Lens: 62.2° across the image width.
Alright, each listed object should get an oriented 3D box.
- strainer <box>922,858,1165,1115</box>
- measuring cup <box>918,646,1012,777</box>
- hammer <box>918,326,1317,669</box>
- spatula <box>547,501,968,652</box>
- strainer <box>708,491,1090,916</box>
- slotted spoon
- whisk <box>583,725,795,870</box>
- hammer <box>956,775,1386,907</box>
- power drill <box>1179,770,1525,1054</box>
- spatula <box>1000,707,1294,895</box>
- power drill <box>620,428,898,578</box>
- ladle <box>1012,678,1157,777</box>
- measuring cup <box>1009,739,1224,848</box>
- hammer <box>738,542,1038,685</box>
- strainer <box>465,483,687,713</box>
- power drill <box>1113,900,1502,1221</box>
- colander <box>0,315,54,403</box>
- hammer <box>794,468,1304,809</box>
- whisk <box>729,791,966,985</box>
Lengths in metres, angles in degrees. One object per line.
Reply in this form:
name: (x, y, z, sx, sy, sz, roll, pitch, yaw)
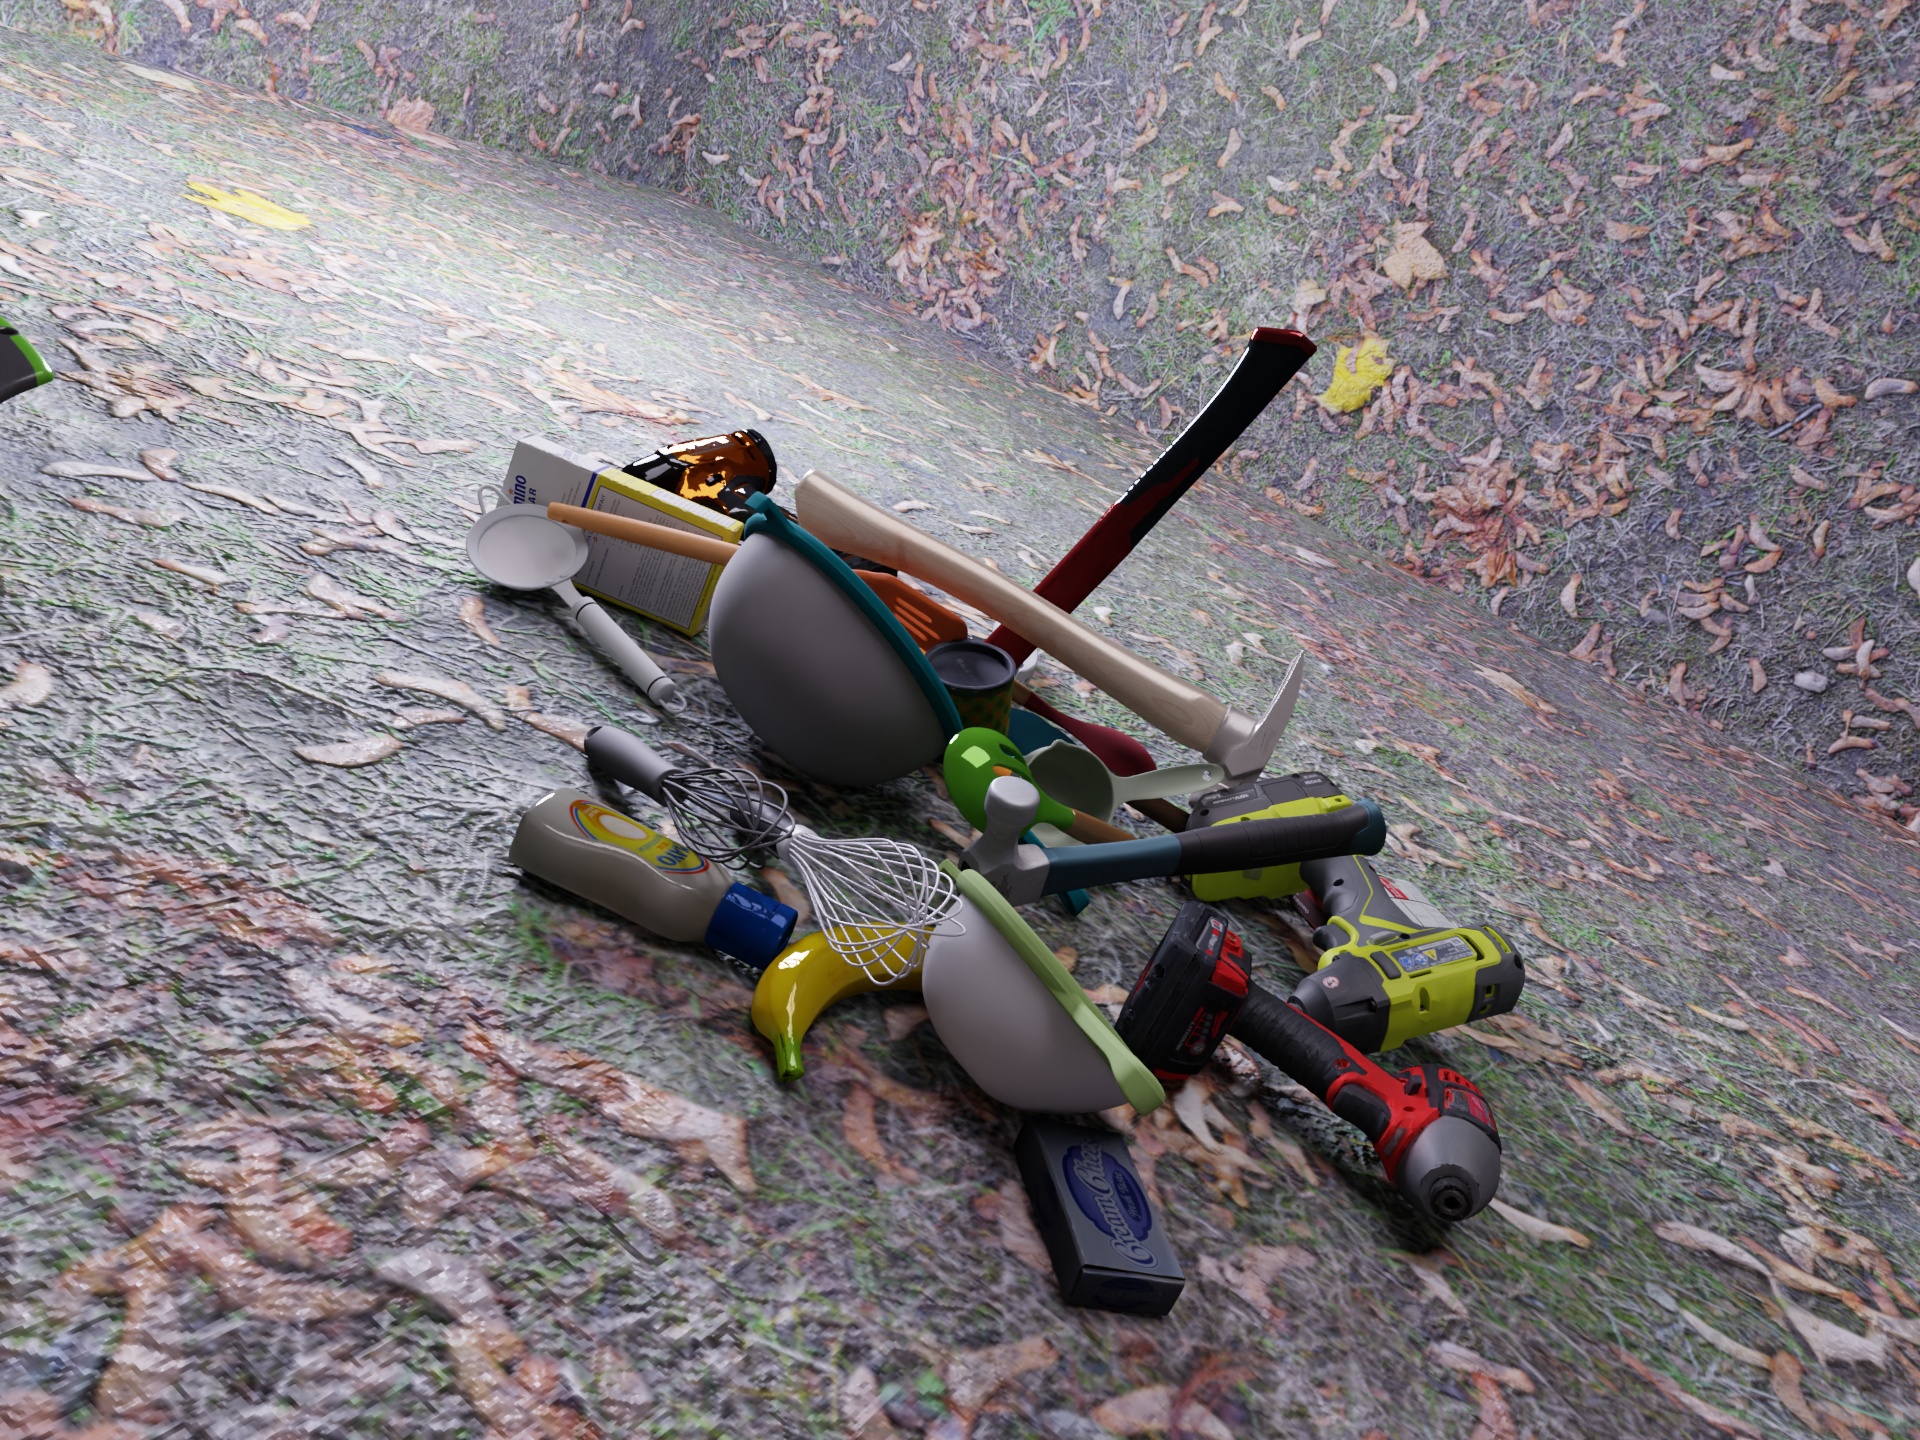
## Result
strainer: (0.035, 0.156, 0.755, 0.151, 0.069, 0.256, 52, -5, -8)
measuring cup: (-0.002, -0.004, 1.219, 0.174, 0.052, 0.095, 29, 21, 20)
hammer: (0.139, -0.142, 1.236, 0.143, 0.386, 0.038, 42, 18, -5)
spatula: (-0.148, -0.108, 1.170, 0.322, 0.041, 0.081, 14, -24, -1)
strainer: (-0.058, 0.020, 1.048, 0.340, 0.095, 0.211, 48, -15, 5)
slotted spoon: (0.079, 0.067, 1.039, 0.313, 0.031, 0.070, 28, 51, -56)
whisk: (-0.161, 0.035, 0.892, 0.055, 0.055, 0.239, 9, 7, -36)
hammer: (0.143, 0.082, 0.995, 0.331, 0.128, 0.033, -4, 36, -32)
power drill: (0.249, 0.133, 1.091, 0.171, 0.080, 0.223, -10, 34, -18)
spatula: (0.124, 0.063, 1.192, 0.317, 0.044, 0.082, 30, 28, -16)
power drill: (-0.179, -0.153, 1.305, 0.164, 0.084, 0.227, -23, 55, -41)
ladle: (0.029, -0.030, 1.229, 0.315, 0.031, 0.069, 32, 24, -7)
measuring cup: (0.109, 0.049, 1.137, 0.167, 0.083, 0.038, -8, 0, -22)
hammer: (-0.119, -0.112, 1.394, 0.408, 0.036, 0.149, 18, 22, -13)
strainer: (-0.273, -0.081, 1.135, 0.087, 0.050, 0.259, -28, 56, -32)
power drill: (0.199, 0.199, 0.892, 0.220, 0.078, 0.143, 30, 13, 8)
colander: (-0.649, -0.112, 0.752, 0.205, 0.094, 0.397, 36, 41, 29)
hammer: (0.060, -0.085, 1.209, 0.410, 0.146, 0.038, 30, -13, 2)
whisk: (-0.077, 0.075, 0.854, 0.070, 0.070, 0.285, 13, 3, -26)
